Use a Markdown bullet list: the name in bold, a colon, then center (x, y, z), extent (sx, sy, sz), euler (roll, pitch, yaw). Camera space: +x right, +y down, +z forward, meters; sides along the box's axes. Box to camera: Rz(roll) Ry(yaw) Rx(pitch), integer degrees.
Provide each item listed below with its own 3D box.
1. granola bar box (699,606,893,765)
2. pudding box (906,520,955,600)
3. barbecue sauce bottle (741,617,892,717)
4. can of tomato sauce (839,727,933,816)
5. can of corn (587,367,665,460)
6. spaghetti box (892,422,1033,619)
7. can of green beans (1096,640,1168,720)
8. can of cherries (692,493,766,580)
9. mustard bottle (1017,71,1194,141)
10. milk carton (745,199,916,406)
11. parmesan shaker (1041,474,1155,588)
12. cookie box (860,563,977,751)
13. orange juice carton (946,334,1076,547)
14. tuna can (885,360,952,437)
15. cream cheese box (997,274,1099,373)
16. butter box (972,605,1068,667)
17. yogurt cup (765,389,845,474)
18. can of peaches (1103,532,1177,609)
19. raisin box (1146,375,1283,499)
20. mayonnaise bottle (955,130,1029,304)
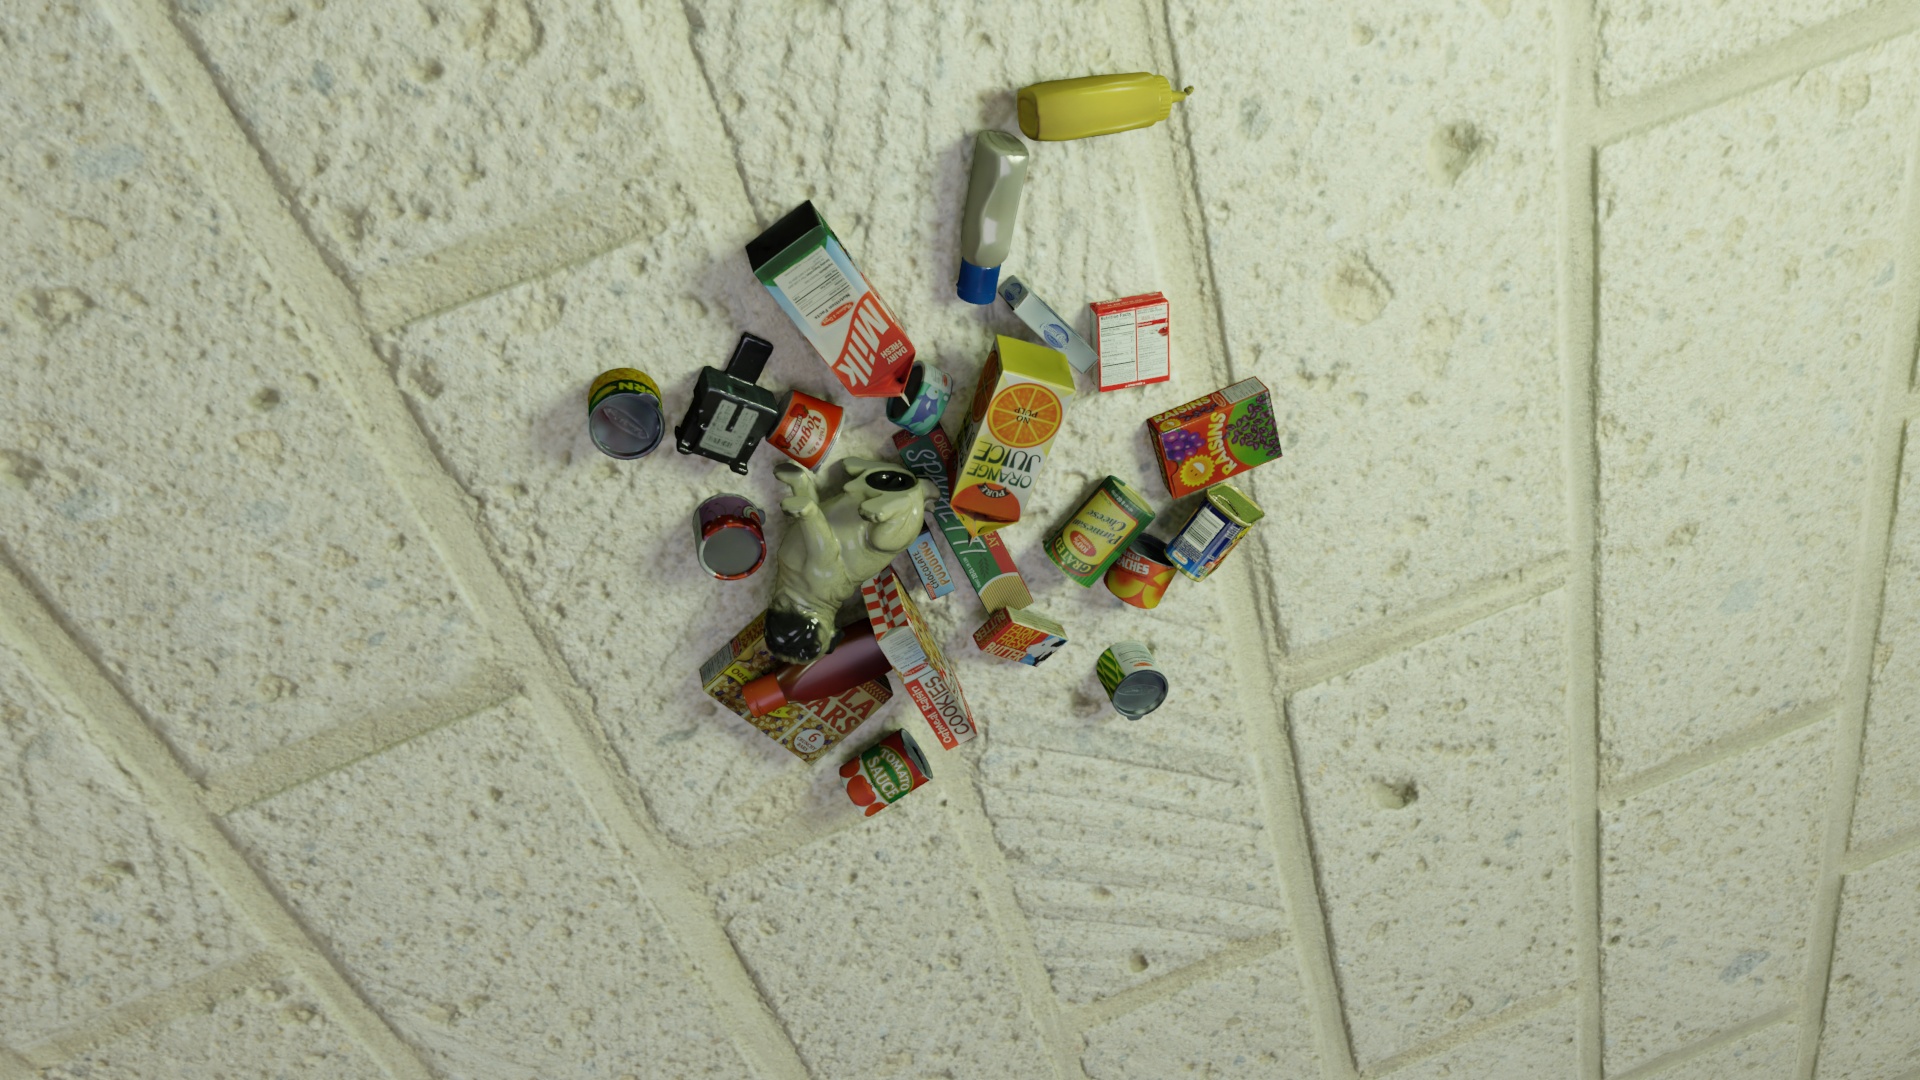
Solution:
- **granola bar box**: center (-0.171, 0.150, 1.460), extent (0.124, 0.039, 0.165), euler (-42, 123, 10)
- **pudding box**: center (-0.037, 0.013, 1.408), extent (0.030, 0.050, 0.083), euler (-25, 125, -2)
- **barbecue sauce bottle**: center (-0.147, 0.134, 1.406), extent (0.149, 0.044, 0.064), euler (-24, 127, -3)
- **can of tomato sauce**: center (-0.083, 0.257, 1.533), extent (0.083, 0.071, 0.071), euler (-32, 124, 5)
- **can of corn**: center (-0.299, -0.116, 1.246), extent (0.071, 0.058, 0.070), euler (-7, 123, -12)
- **spaghetti box**: center (0.005, -0.018, 1.414), extent (0.050, 0.029, 0.249), euler (-28, 125, 1)
- **can of green beans**: center (0.192, 0.155, 1.558), extent (0.071, 0.058, 0.071), euler (-8, 123, -12)
- **can of cherries**: center (-0.220, -0.004, 1.338), extent (0.071, 0.058, 0.071), euler (-7, 123, -11)
- **mustard bottle**: center (0.132, -0.379, 1.208), extent (0.160, 0.065, 0.048), euler (-11, 119, -14)
- **milk carton**: center (-0.104, -0.201, 1.243), extent (0.073, 0.072, 0.190), euler (-35, 123, 7)
- **parmesan shaker**: center (0.142, -0.012, 1.438), extent (0.071, 0.071, 0.103), euler (33, 107, -30)
- **cookie box**: center (-0.044, 0.118, 1.426), extent (0.040, 0.123, 0.166), euler (-27, 124, 3)
- **orange juice carton**: center (0.038, -0.088, 1.306), extent (0.073, 0.072, 0.191), euler (14, 123, -14)
- **tuna can**: center (-0.041, -0.132, 1.307), extent (0.033, 0.071, 0.071), euler (26, 111, -27)
- **cream cheese box**: center (0.082, -0.203, 1.307), extent (0.024, 0.053, 0.103), euler (-46, 122, 11)
- **butter box**: center (0.065, 0.103, 1.487), extent (0.053, 0.024, 0.103), euler (-43, 142, 22)
- **yogurt cup**: center (-0.146, -0.105, 1.295), extent (0.054, 0.073, 0.072), euler (27, 111, -20)
- **can of peaches**: center (0.191, 0.032, 1.476), extent (0.071, 0.071, 0.057), euler (14, 117, -24)
- **raisin box**: center (0.262, -0.105, 1.429), extent (0.123, 0.040, 0.085), euler (-22, 125, -2)
- **mayonnaise bottle**: center (0.026, -0.284, 1.237), extent (0.041, 0.065, 0.147), euler (-2, 126, -19)
